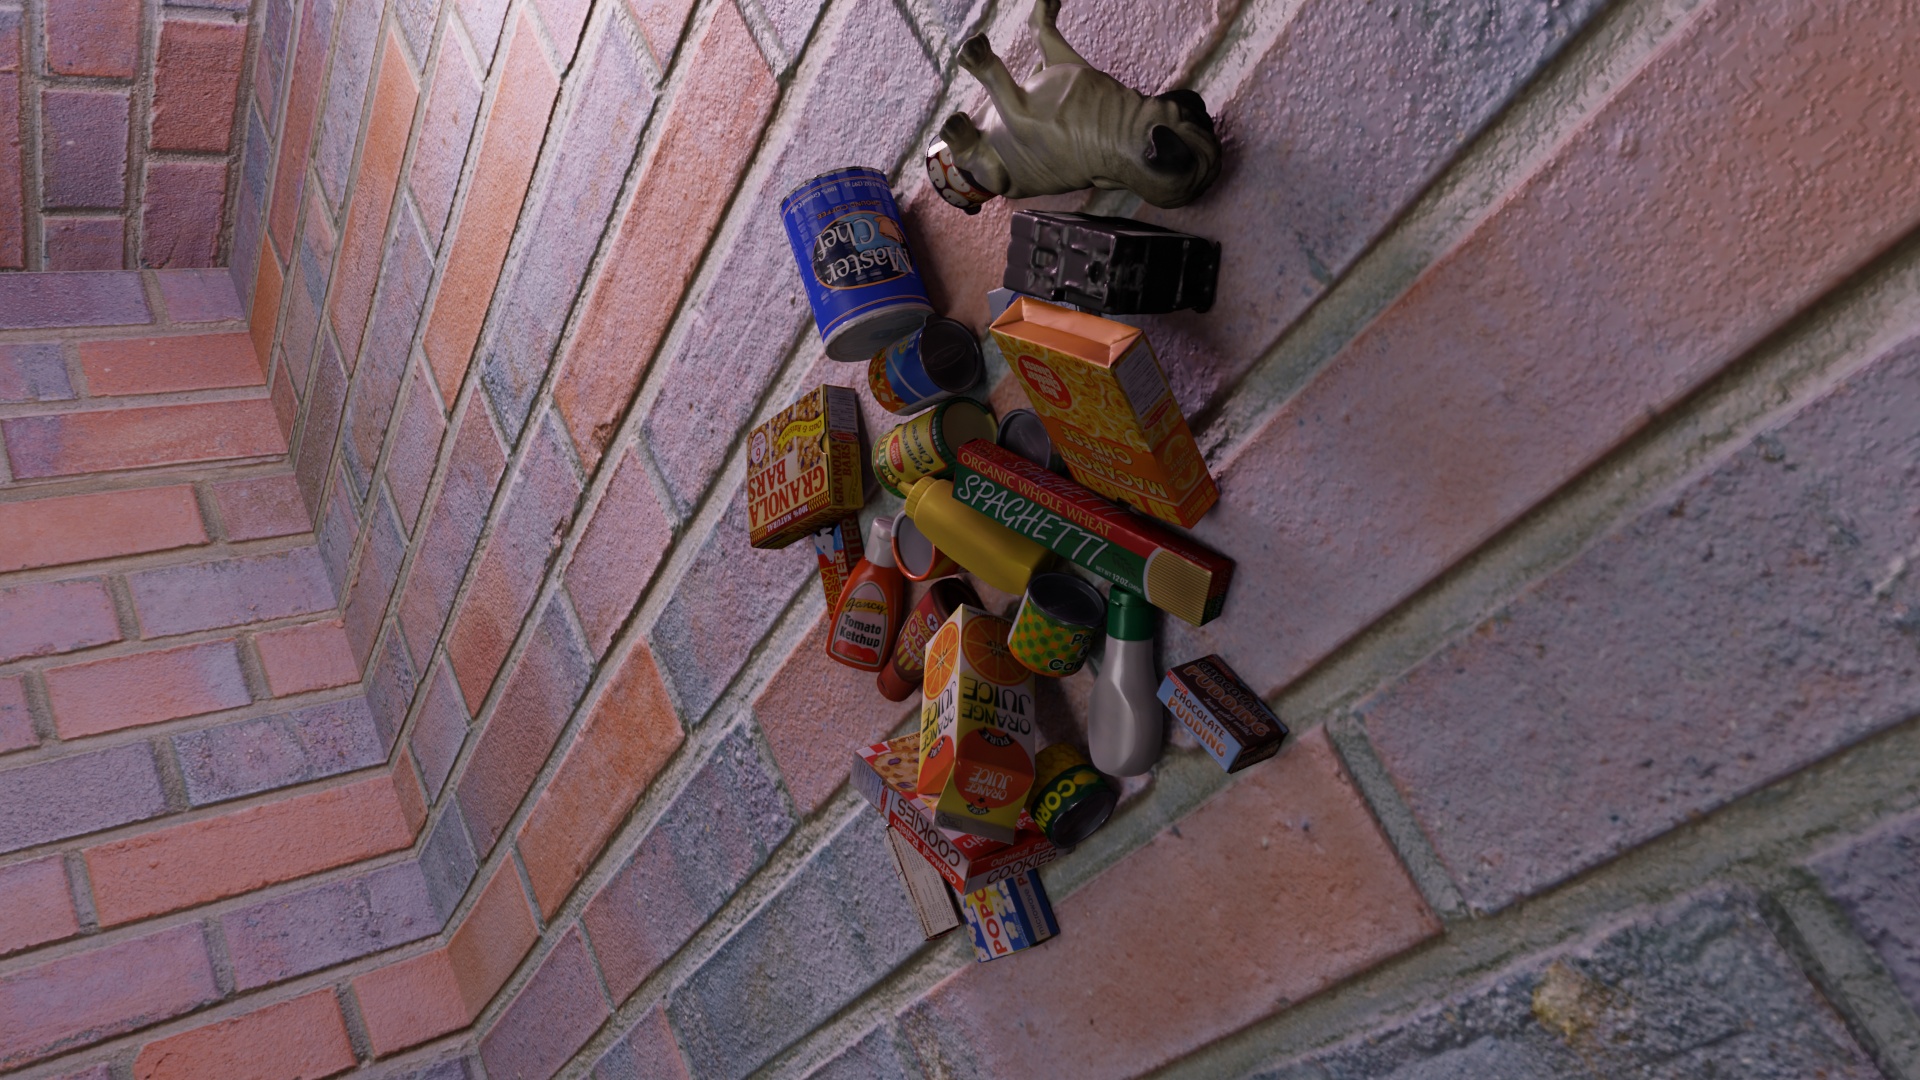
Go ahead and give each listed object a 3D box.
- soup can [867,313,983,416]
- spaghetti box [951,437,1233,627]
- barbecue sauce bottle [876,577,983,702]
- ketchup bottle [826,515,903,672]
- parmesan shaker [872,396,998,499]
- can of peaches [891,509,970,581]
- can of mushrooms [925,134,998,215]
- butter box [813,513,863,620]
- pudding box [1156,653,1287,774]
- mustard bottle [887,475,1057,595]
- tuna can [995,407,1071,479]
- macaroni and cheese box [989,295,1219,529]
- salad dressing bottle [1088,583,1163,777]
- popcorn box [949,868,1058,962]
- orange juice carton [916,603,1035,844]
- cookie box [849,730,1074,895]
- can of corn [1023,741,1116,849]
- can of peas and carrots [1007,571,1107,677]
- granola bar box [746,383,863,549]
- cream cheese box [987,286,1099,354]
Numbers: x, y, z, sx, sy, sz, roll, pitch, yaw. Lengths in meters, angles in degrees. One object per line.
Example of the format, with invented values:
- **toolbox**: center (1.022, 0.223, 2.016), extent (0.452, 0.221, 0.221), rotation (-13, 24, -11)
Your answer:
- **soup can**: center (-0.032, -0.151, 1.201), extent (0.083, 0.071, 0.071), rotation (-17, 85, 52)
- **spaghetti box**: center (0.093, -0.010, 1.069), extent (0.250, 0.029, 0.050), rotation (29, 125, 33)
- **barbecue sauce bottle**: center (-0.031, 0.098, 1.276), extent (0.065, 0.044, 0.147), rotation (60, 138, 20)
- **ketchup bottle**: center (-0.082, 0.050, 1.321), extent (0.065, 0.044, 0.148), rotation (18, 112, 5)
- **parmesan shaker**: center (-0.022, -0.082, 1.205), extent (0.103, 0.071, 0.071), rotation (-21, 81, 51)
- **can of peaches**: center (-0.019, 0.002, 1.227), extent (0.071, 0.058, 0.071), rotation (15, 109, 50)
- **can of mushrooms**: center (0.009, -0.301, 1.117), extent (0.033, 0.071, 0.071), rotation (-14, 87, 51)
- **butter box**: center (-0.118, 0.026, 1.385), extent (0.053, 0.024, 0.103), rotation (-13, 87, 53)
- **pudding box**: center (0.188, 0.124, 1.000), extent (0.084, 0.050, 0.030), rotation (49, 135, 34)
- **mustard bottle**: center (0.004, -0.015, 1.159), extent (0.160, 0.065, 0.048), rotation (32, 138, 22)
- **tuna can**: center (0.061, -0.074, 1.129), extent (0.071, 0.033, 0.071), rotation (16, 110, 49)
- **macaroni and cheese box**: center (0.103, -0.090, 0.989), extent (0.124, 0.040, 0.166), rotation (27, 158, 46)
- **salad dressing bottle**: center (0.130, 0.107, 1.076), extent (0.064, 0.044, 0.147), rotation (19, 112, 50)
- **popcorn box**: center (0.030, 0.308, 1.251), extent (0.085, 0.038, 0.127), rotation (-38, 68, 50)
- **orange juice carton**: center (0.013, 0.155, 1.139), extent (0.072, 0.072, 0.194), rotation (-51, 27, 44)
- **cookie box**: center (0.003, 0.224, 1.197), extent (0.168, 0.123, 0.040), rotation (36, 126, 42)
- **can of corn**: center (0.083, 0.208, 1.135), extent (0.058, 0.071, 0.070), rotation (47, 132, 35)
- **can of peas and carrots**: center (0.079, 0.069, 1.113), extent (0.071, 0.071, 0.058), rotation (46, 132, 35)
- **granola bar box**: center (-0.159, -0.070, 1.381), extent (0.165, 0.039, 0.124), rotation (-24, 66, 51)
- **cream cheese box**: center (0.065, -0.184, 1.106), extent (0.103, 0.024, 0.053), rotation (-9, 91, 52)
